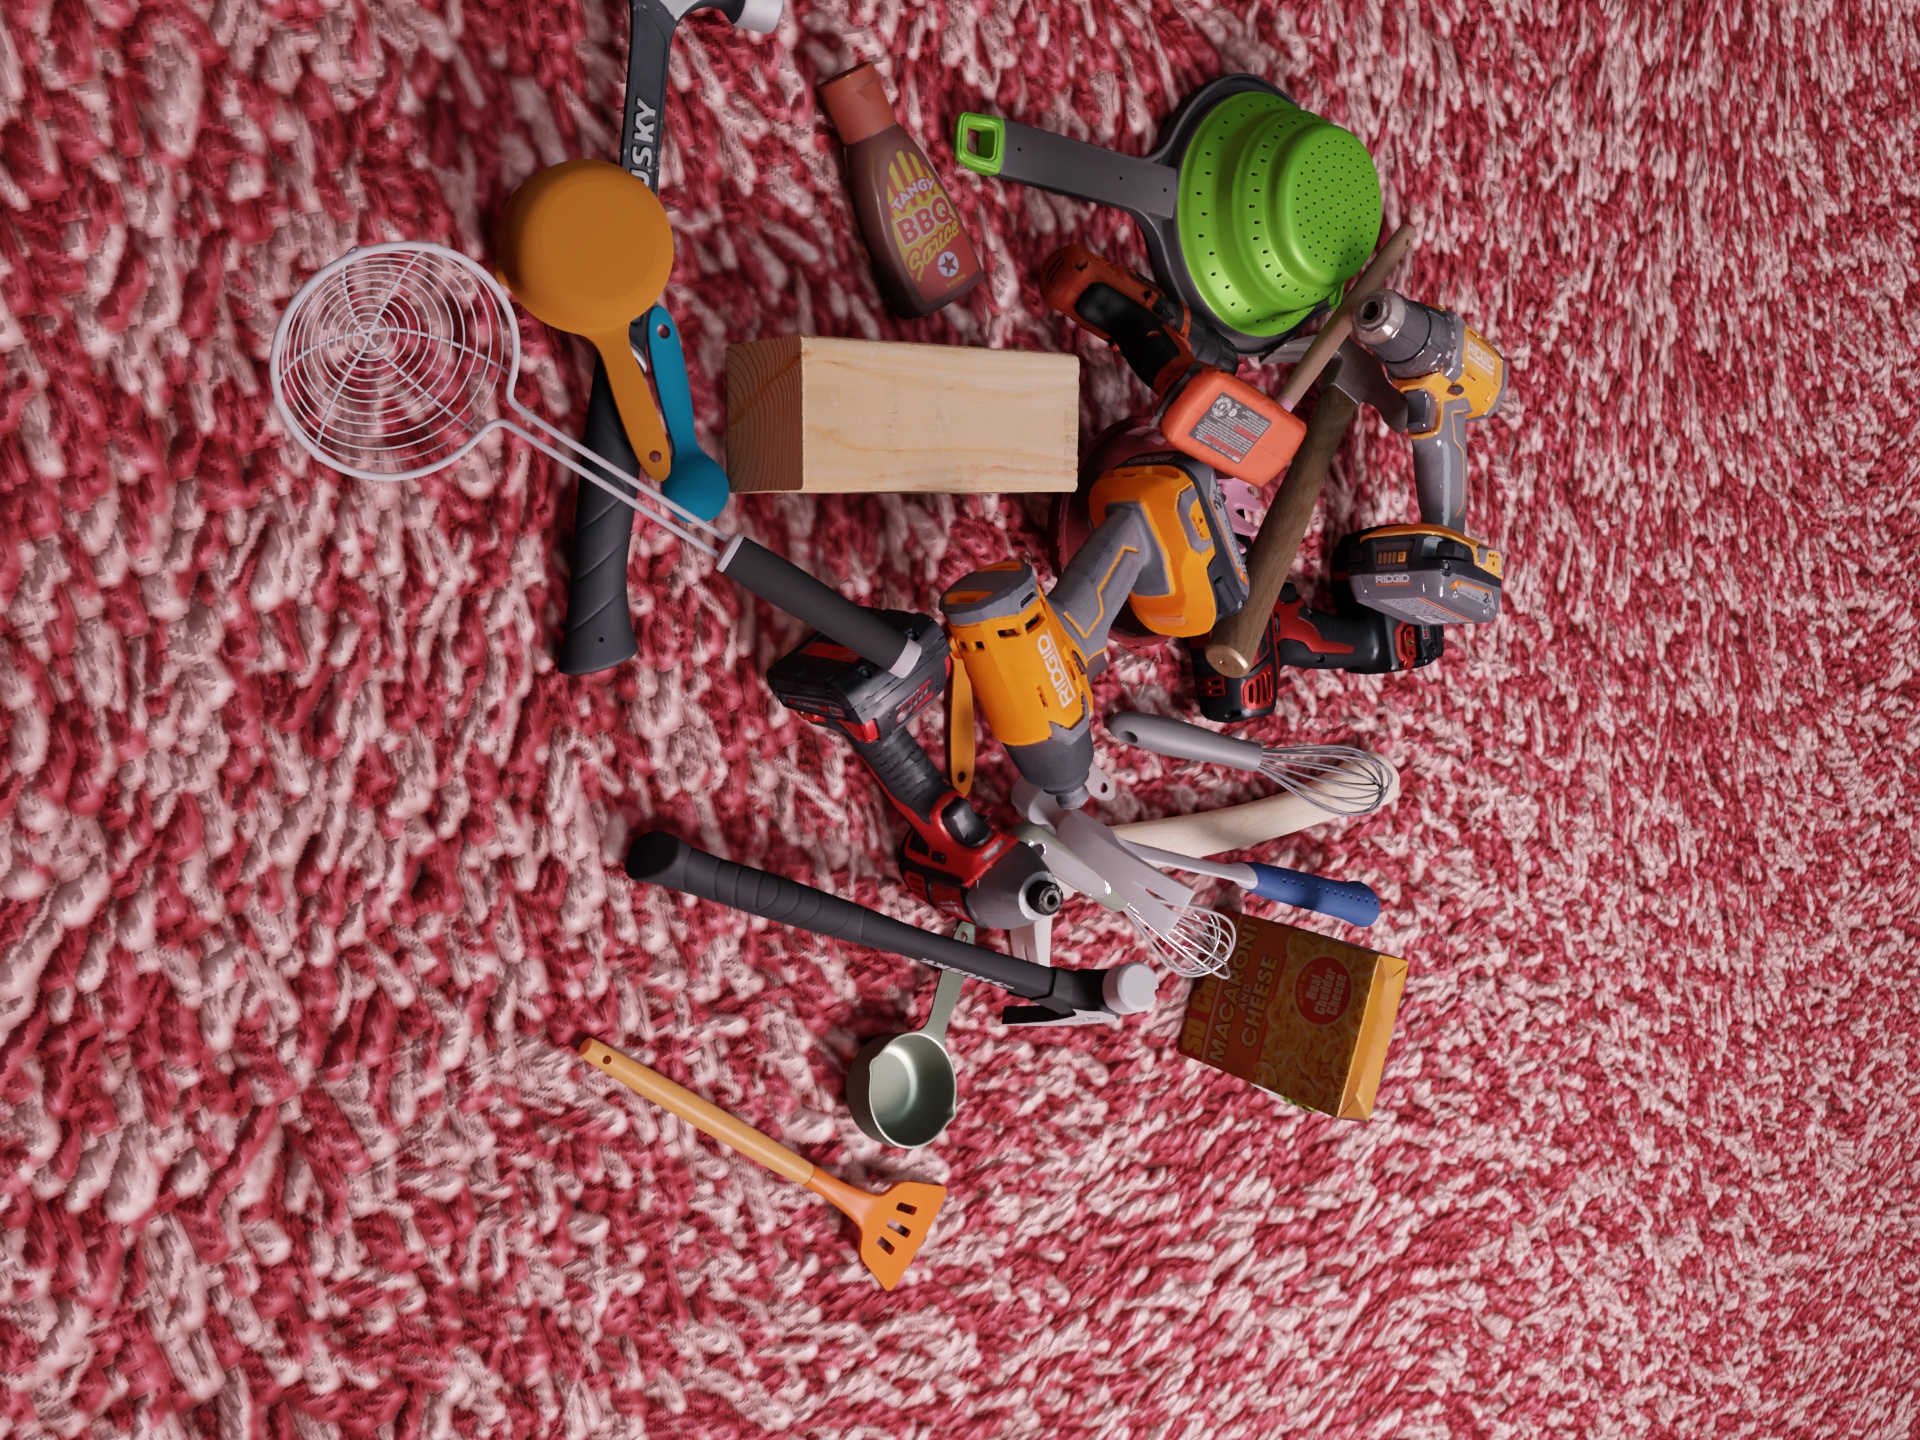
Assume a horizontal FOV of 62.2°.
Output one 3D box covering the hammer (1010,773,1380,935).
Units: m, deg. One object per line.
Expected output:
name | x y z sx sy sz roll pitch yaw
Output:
hammer | 0.205 0.116 1.159 0.405 0.144 0.035 17 110 -48

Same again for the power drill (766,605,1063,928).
power drill | -0.019 0.040 1.003 0.078 0.143 0.219 -40 117 -22

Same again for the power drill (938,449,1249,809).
power drill | 0.092 -0.059 1.019 0.226 0.084 0.164 -42 120 -36

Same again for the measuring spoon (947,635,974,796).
measuring spoon | -0.002 -0.003 1.093 0.021 0.011 0.117 -12 108 -37

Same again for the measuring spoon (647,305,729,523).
measuring spoon | -0.161 -0.179 0.935 0.042 0.021 0.128 -20 108 -33

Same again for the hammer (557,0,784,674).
hammer | -0.192 -0.227 0.890 0.149 0.036 0.409 4 97 -27

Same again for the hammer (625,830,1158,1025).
hammer | -0.051 0.135 1.008 0.334 0.146 0.035 21 67 -22

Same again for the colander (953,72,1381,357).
colander | 0.175 -0.372 1.114 0.397 0.094 0.204 0 97 -37

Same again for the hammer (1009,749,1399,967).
hammer | 0.203 0.094 1.243 0.410 0.038 0.146 -10 109 -37

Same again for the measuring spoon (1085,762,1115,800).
measuring spoon | 0.079 0.026 1.151 0.124 0.018 0.034 39 73 -36

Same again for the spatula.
spatula | -0.123 0.284 1.037 0.322 0.041 0.081 40 73 -30

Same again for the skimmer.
skimmer | -0.175 -0.115 0.836 0.363 0.090 0.127 31 99 -14

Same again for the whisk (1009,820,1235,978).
whisk | 0.118 0.128 1.131 0.058 0.059 0.246 -45 129 15

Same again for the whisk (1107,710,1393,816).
whisk | 0.220 0.029 1.205 0.239 0.055 0.055 14 89 -15

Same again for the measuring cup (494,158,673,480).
measuring cup | -0.183 -0.211 0.848 0.095 0.052 0.173 -23 106 -20

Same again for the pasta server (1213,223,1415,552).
pasta server | 0.253 -0.247 1.145 0.316 0.040 0.060 -54 140 -18

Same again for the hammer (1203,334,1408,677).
hammer | 0.246 -0.165 1.176 0.130 0.031 0.331 36 58 -11

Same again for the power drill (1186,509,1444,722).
power drill | 0.266 -0.106 1.239 0.226 0.080 0.188 -11 97 -31

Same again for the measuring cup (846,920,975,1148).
measuring cup | -0.029 0.211 1.095 0.083 0.038 0.168 38 57 -30

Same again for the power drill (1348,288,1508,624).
power drill | 0.339 -0.196 1.171 0.185 0.084 0.226 12 81 -49
